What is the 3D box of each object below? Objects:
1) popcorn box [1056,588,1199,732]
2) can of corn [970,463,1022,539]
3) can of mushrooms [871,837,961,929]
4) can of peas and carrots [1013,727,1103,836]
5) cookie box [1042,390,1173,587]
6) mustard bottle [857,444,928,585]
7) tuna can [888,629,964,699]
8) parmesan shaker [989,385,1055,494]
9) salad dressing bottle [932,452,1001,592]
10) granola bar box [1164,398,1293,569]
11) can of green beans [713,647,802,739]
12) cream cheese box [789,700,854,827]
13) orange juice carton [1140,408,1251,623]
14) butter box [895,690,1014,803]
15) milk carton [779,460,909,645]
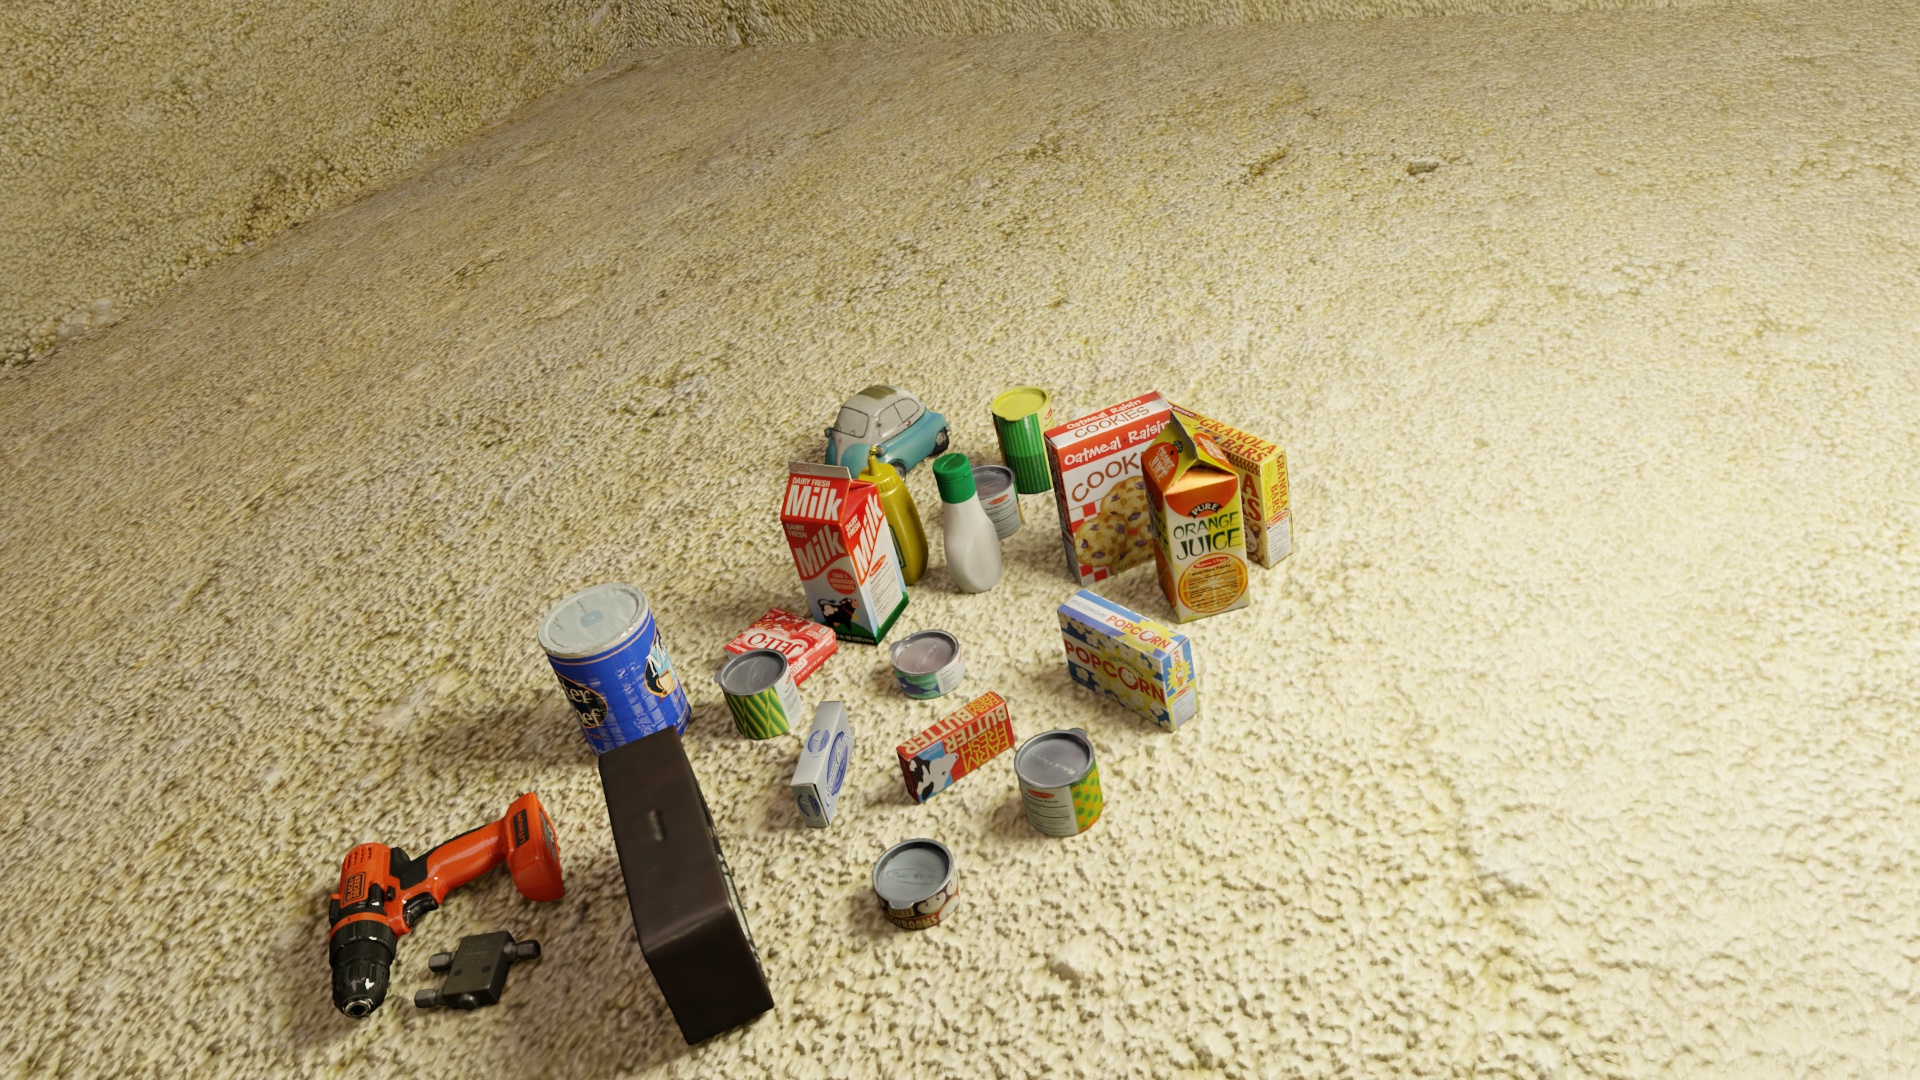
[{"bbox_3d":[0.146,0.104,1.220,0.038,0.084,0.127,-35,39,-28],"label":"popcorn box"},{"bbox_3d":[0.030,-0.042,1.495,0.071,0.058,0.071,-9,34,6],"label":"can of corn"},{"bbox_3d":[-0.035,0.270,1.086,0.071,0.033,0.071,-9,34,6],"label":"can of mushrooms"},{"bbox_3d":[0.082,0.196,1.131,0.071,0.058,0.071,-9,34,6],"label":"can of peas and carrots"},{"bbox_3d":[0.155,-0.050,1.367,0.123,0.166,0.040,-21,34,-11],"label":"cookie box"},{"bbox_3d":[-0.077,-0.028,1.421,0.065,0.159,0.049,6,38,27],"label":"mustard bottle"},{"bbox_3d":[-0.033,0.116,1.310,0.071,0.032,0.071,-9,34,6],"label":"tuna can"},{"bbox_3d":[0.074,-0.109,1.538,0.071,0.102,0.072,-9,34,6],"label":"parmesan shaker"},{"bbox_3d":[0.005,-0.017,1.389,0.044,0.147,0.064,12,41,33],"label":"salad dressing bottle"},{"bbox_3d":[0.255,-0.059,1.383,0.039,0.123,0.166,-31,37,-24],"label":"granola bar box"},{"bbox_3d":[-0.187,0.144,1.301,0.071,0.057,0.071,-9,34,6],"label":"can of green beans"},{"bbox_3d":[-0.118,0.194,1.208,0.024,0.053,0.104,-4,35,14],"label":"cream cheese box"},{"bbox_3d":[0.216,-0.024,1.285,0.073,0.191,0.072,-15,34,-2],"label":"orange juice carton"},{"bbox_3d":[-0.004,0.177,1.194,0.104,0.053,0.024,-29,37,-22],"label":"butter box"},{"bbox_3d":[-0.116,0.005,1.360,0.072,0.189,0.074,7,39,27],"label":"milk carton"}]
